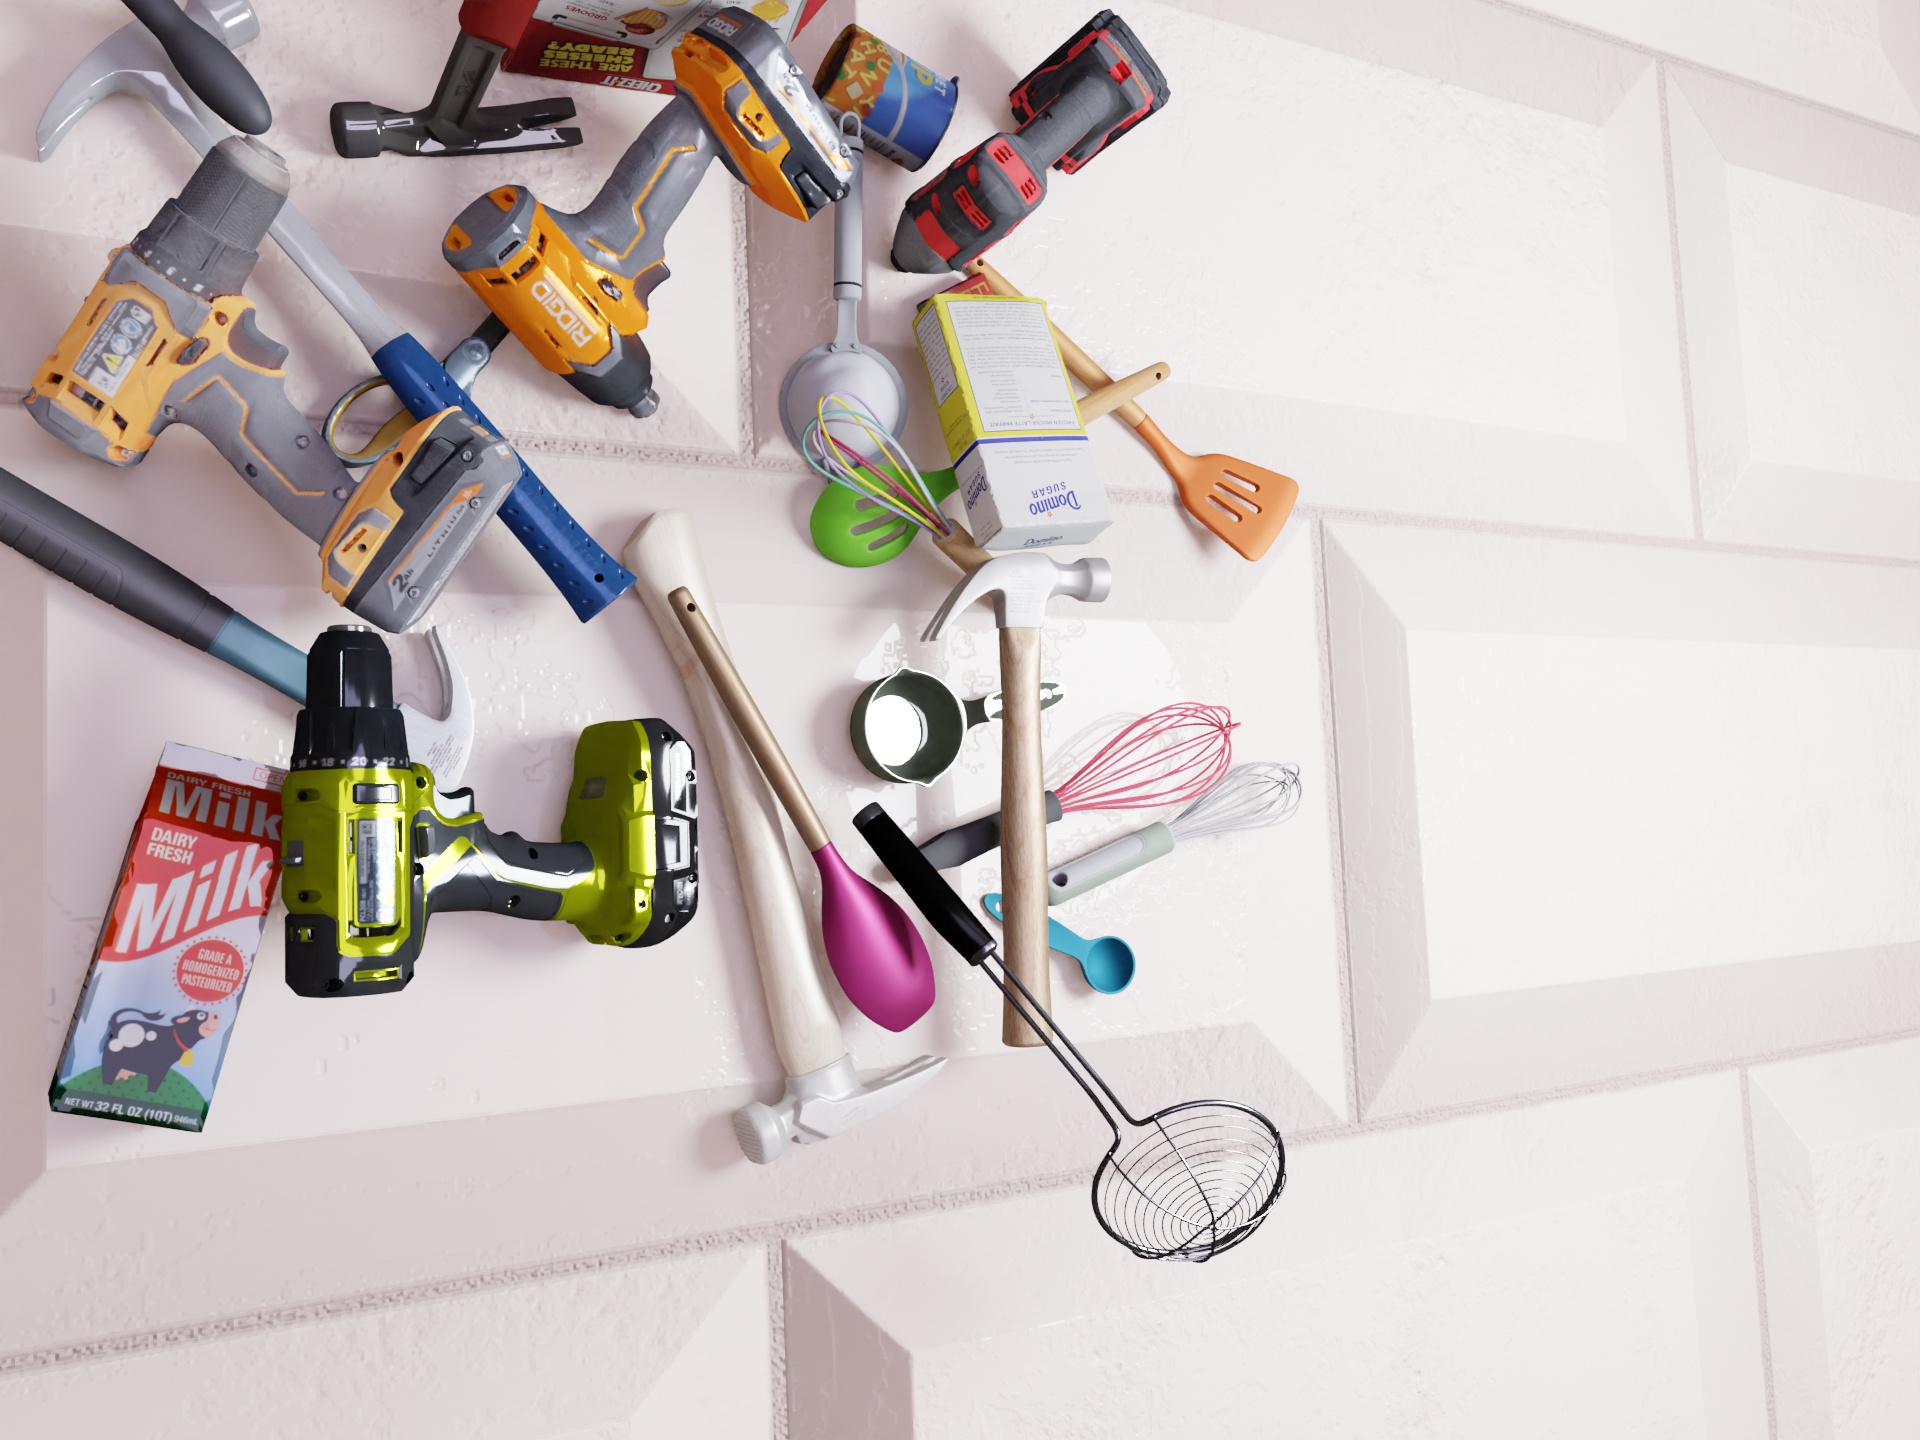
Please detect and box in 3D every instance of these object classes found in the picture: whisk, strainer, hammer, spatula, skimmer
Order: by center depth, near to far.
[{"bbox_3d":[-0.227,-0.372,0.819,0.149,0.359,0.037,-15,93,-28],"label":"hammer"},{"bbox_3d":[-0.470,-0.426,0.831,0.284,0.070,0.070,50,64,-17],"label":"whisk"},{"bbox_3d":[-0.417,-0.055,0.866,0.330,0.033,0.128,34,70,-23],"label":"hammer"},{"bbox_3d":[-0.339,-0.220,0.910,0.144,0.035,0.405,-45,102,-26],"label":"hammer"},{"bbox_3d":[-0.124,0.063,1.021,0.146,0.038,0.410,-17,93,-32],"label":"hammer"},{"bbox_3d":[0.061,0.194,1.029,0.127,0.090,0.363,-43,78,11],"label":"skimmer"},{"bbox_3d":[-0.023,-0.134,1.055,0.051,0.047,0.244,-44,136,6],"label":"whisk"},{"bbox_3d":[-0.077,-0.279,1.063,0.087,0.050,0.258,1,90,-5],"label":"strainer"},{"bbox_3d":[0.040,0.052,1.068,0.130,0.031,0.331,0,88,-20],"label":"hammer"},{"bbox_3d":[0.082,0.054,1.129,0.296,0.073,0.073,-21,96,-25],"label":"whisk"},{"bbox_3d":[0.158,0.083,1.177,0.246,0.059,0.058,-22,57,-26],"label":"whisk"},{"bbox_3d":[0.123,-0.244,1.194,0.322,0.041,0.081,39,71,-20],"label":"spatula"}]

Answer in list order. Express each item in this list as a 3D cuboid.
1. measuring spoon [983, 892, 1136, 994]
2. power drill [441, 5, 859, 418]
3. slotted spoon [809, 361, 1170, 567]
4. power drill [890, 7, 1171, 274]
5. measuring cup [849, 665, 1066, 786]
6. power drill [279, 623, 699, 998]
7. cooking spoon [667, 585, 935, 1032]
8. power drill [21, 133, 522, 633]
[{"bbox_3d":[0.068,0.156,1.137,0.128,0.021,0.042,30,71,-15],"label":"measuring spoon"},{"bbox_3d":[-0.176,-0.297,0.963,0.226,0.084,0.164,-42,135,-3],"label":"power drill"},{"bbox_3d":[0.031,-0.191,1.123,0.314,0.031,0.070,-31,120,-25],"label":"slotted spoon"},{"bbox_3d":[0.040,-0.392,1.112,0.078,0.143,0.220,49,58,-16],"label":"power drill"},{"bbox_3d":[-0.002,-0.004,1.099,0.167,0.038,0.083,-14,92,-32],"label":"measuring cup"},{"bbox_3d":[-0.261,0.049,0.884,0.228,0.080,0.190,3,83,-46],"label":"power drill"},{"bbox_3d":[-0.101,0.057,1.004,0.069,0.017,0.318,-36,103,-33],"label":"cooking spoon"},{"bbox_3d":[-0.348,-0.176,0.844,0.226,0.084,0.185,35,98,-12],"label":"power drill"}]
